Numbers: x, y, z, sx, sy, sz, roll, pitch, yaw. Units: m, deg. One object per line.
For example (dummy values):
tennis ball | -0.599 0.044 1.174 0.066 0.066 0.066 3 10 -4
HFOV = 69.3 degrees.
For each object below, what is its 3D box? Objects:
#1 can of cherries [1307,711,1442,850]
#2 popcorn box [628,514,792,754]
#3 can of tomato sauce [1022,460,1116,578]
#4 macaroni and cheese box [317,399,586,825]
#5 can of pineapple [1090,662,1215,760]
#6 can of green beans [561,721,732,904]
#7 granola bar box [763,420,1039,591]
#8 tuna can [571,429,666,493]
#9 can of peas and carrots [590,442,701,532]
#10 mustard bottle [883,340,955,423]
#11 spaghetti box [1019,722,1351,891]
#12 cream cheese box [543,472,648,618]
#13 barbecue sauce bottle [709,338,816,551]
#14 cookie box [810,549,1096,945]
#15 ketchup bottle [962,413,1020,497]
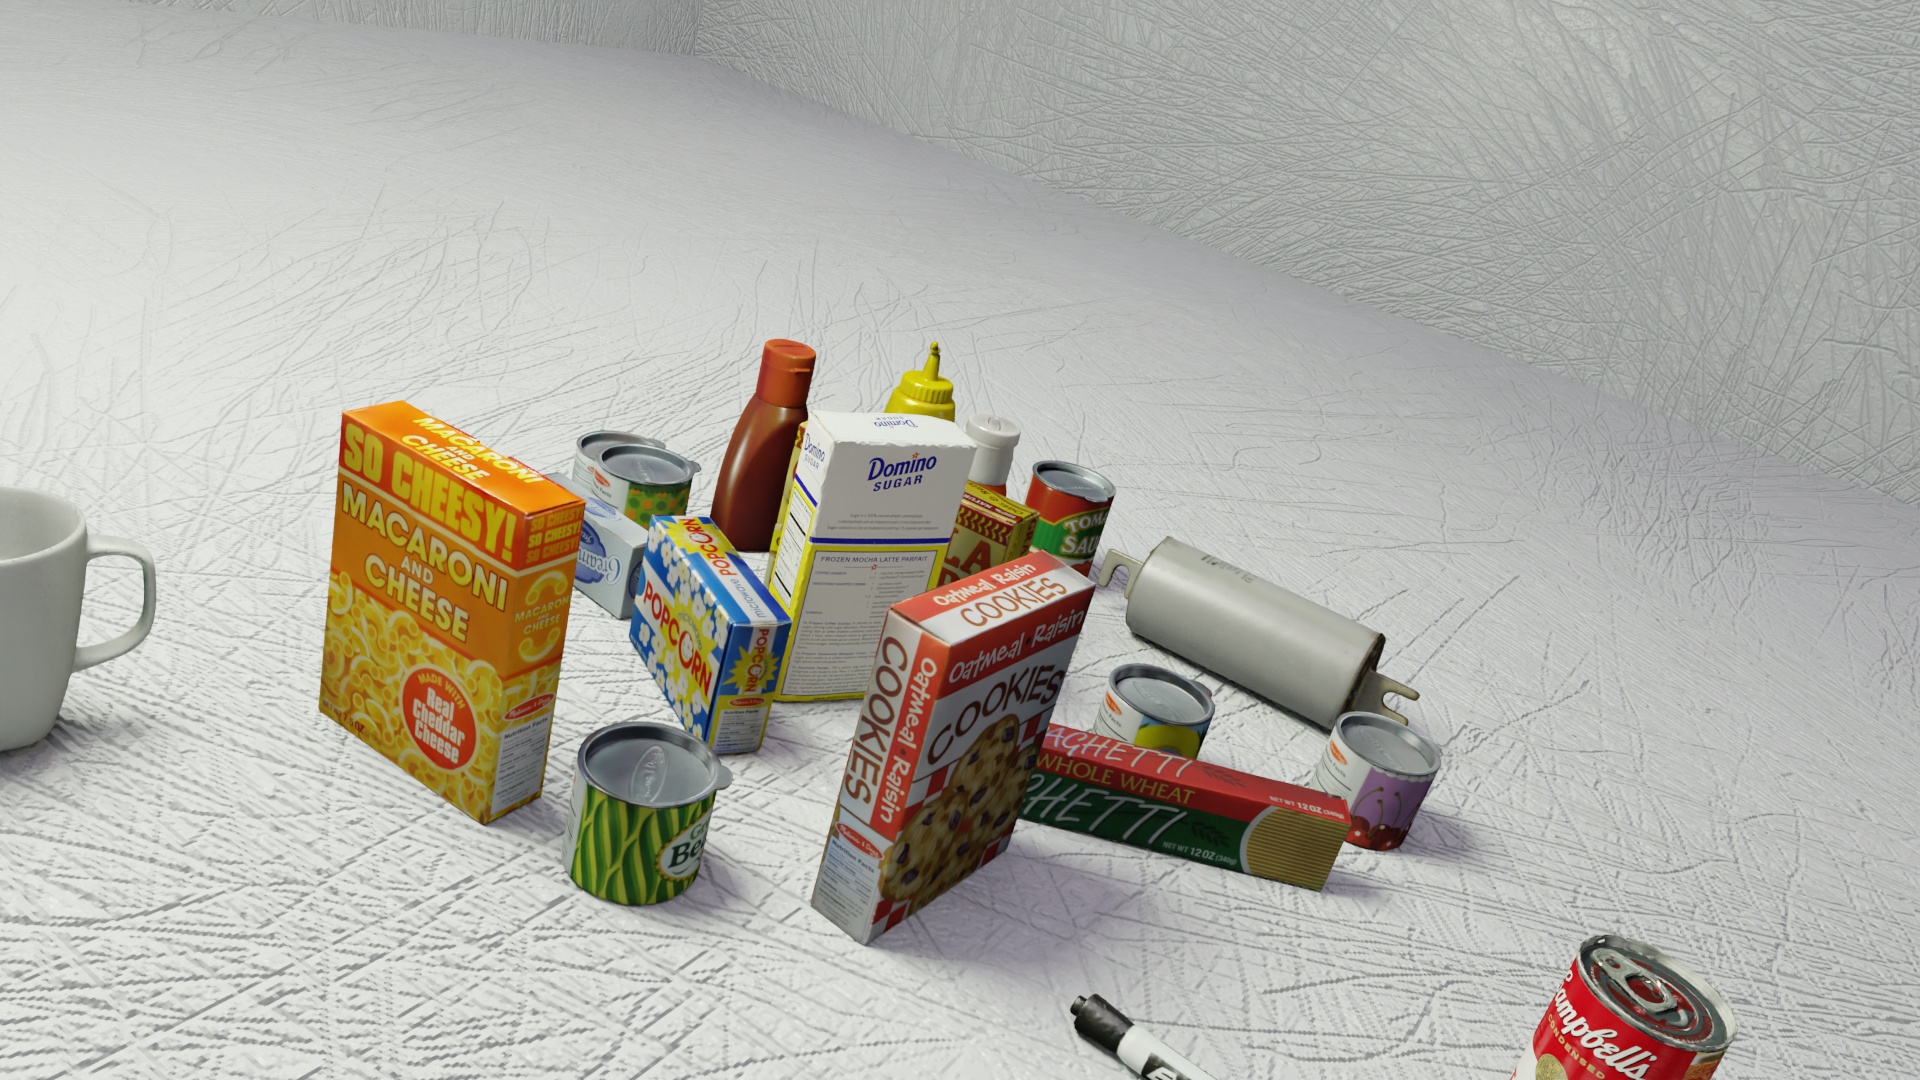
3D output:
can of cherries | 0.255 0.148 0.855 0.071 0.058 0.072 13 23 -6
popcorn box | -0.145 0.051 0.787 0.038 0.085 0.127 -1 28 -34
can of tomato sauce | 0.077 -0.010 1.063 0.071 0.082 0.071 13 23 -6
macaroni and cheese box | -0.246 0.033 0.663 0.124 0.165 0.040 26 25 22
can of pineapple | 0.115 0.116 0.840 0.071 0.057 0.071 13 23 -6
can of green beans | -0.149 0.127 0.650 0.071 0.057 0.071 13 23 -6
granola bar box | -0.043 0.007 0.899 0.166 0.123 0.039 26 25 21
tuna can | -0.248 -0.053 1.019 0.071 0.032 0.071 13 24 -6
can of peas and carrots | -0.217 -0.027 0.948 0.071 0.058 0.071 13 23 -6
mustard bottle | -0.034 -0.075 1.042 0.065 0.159 0.049 11 24 -11
spaghetti box | 0.091 0.141 0.779 0.250 0.050 0.029 14 23 -3
cream cheese box | -0.234 0.002 0.878 0.104 0.053 0.024 30 27 29
barbecue sauce bottle | -0.133 -0.066 0.975 0.065 0.148 0.044 -5 31 -40
cookie box | -0.004 0.096 0.673 0.040 0.166 0.123 29 26 28
ketchup bottle | 0.003 -0.012 0.939 0.043 0.148 0.065 14 23 -5
